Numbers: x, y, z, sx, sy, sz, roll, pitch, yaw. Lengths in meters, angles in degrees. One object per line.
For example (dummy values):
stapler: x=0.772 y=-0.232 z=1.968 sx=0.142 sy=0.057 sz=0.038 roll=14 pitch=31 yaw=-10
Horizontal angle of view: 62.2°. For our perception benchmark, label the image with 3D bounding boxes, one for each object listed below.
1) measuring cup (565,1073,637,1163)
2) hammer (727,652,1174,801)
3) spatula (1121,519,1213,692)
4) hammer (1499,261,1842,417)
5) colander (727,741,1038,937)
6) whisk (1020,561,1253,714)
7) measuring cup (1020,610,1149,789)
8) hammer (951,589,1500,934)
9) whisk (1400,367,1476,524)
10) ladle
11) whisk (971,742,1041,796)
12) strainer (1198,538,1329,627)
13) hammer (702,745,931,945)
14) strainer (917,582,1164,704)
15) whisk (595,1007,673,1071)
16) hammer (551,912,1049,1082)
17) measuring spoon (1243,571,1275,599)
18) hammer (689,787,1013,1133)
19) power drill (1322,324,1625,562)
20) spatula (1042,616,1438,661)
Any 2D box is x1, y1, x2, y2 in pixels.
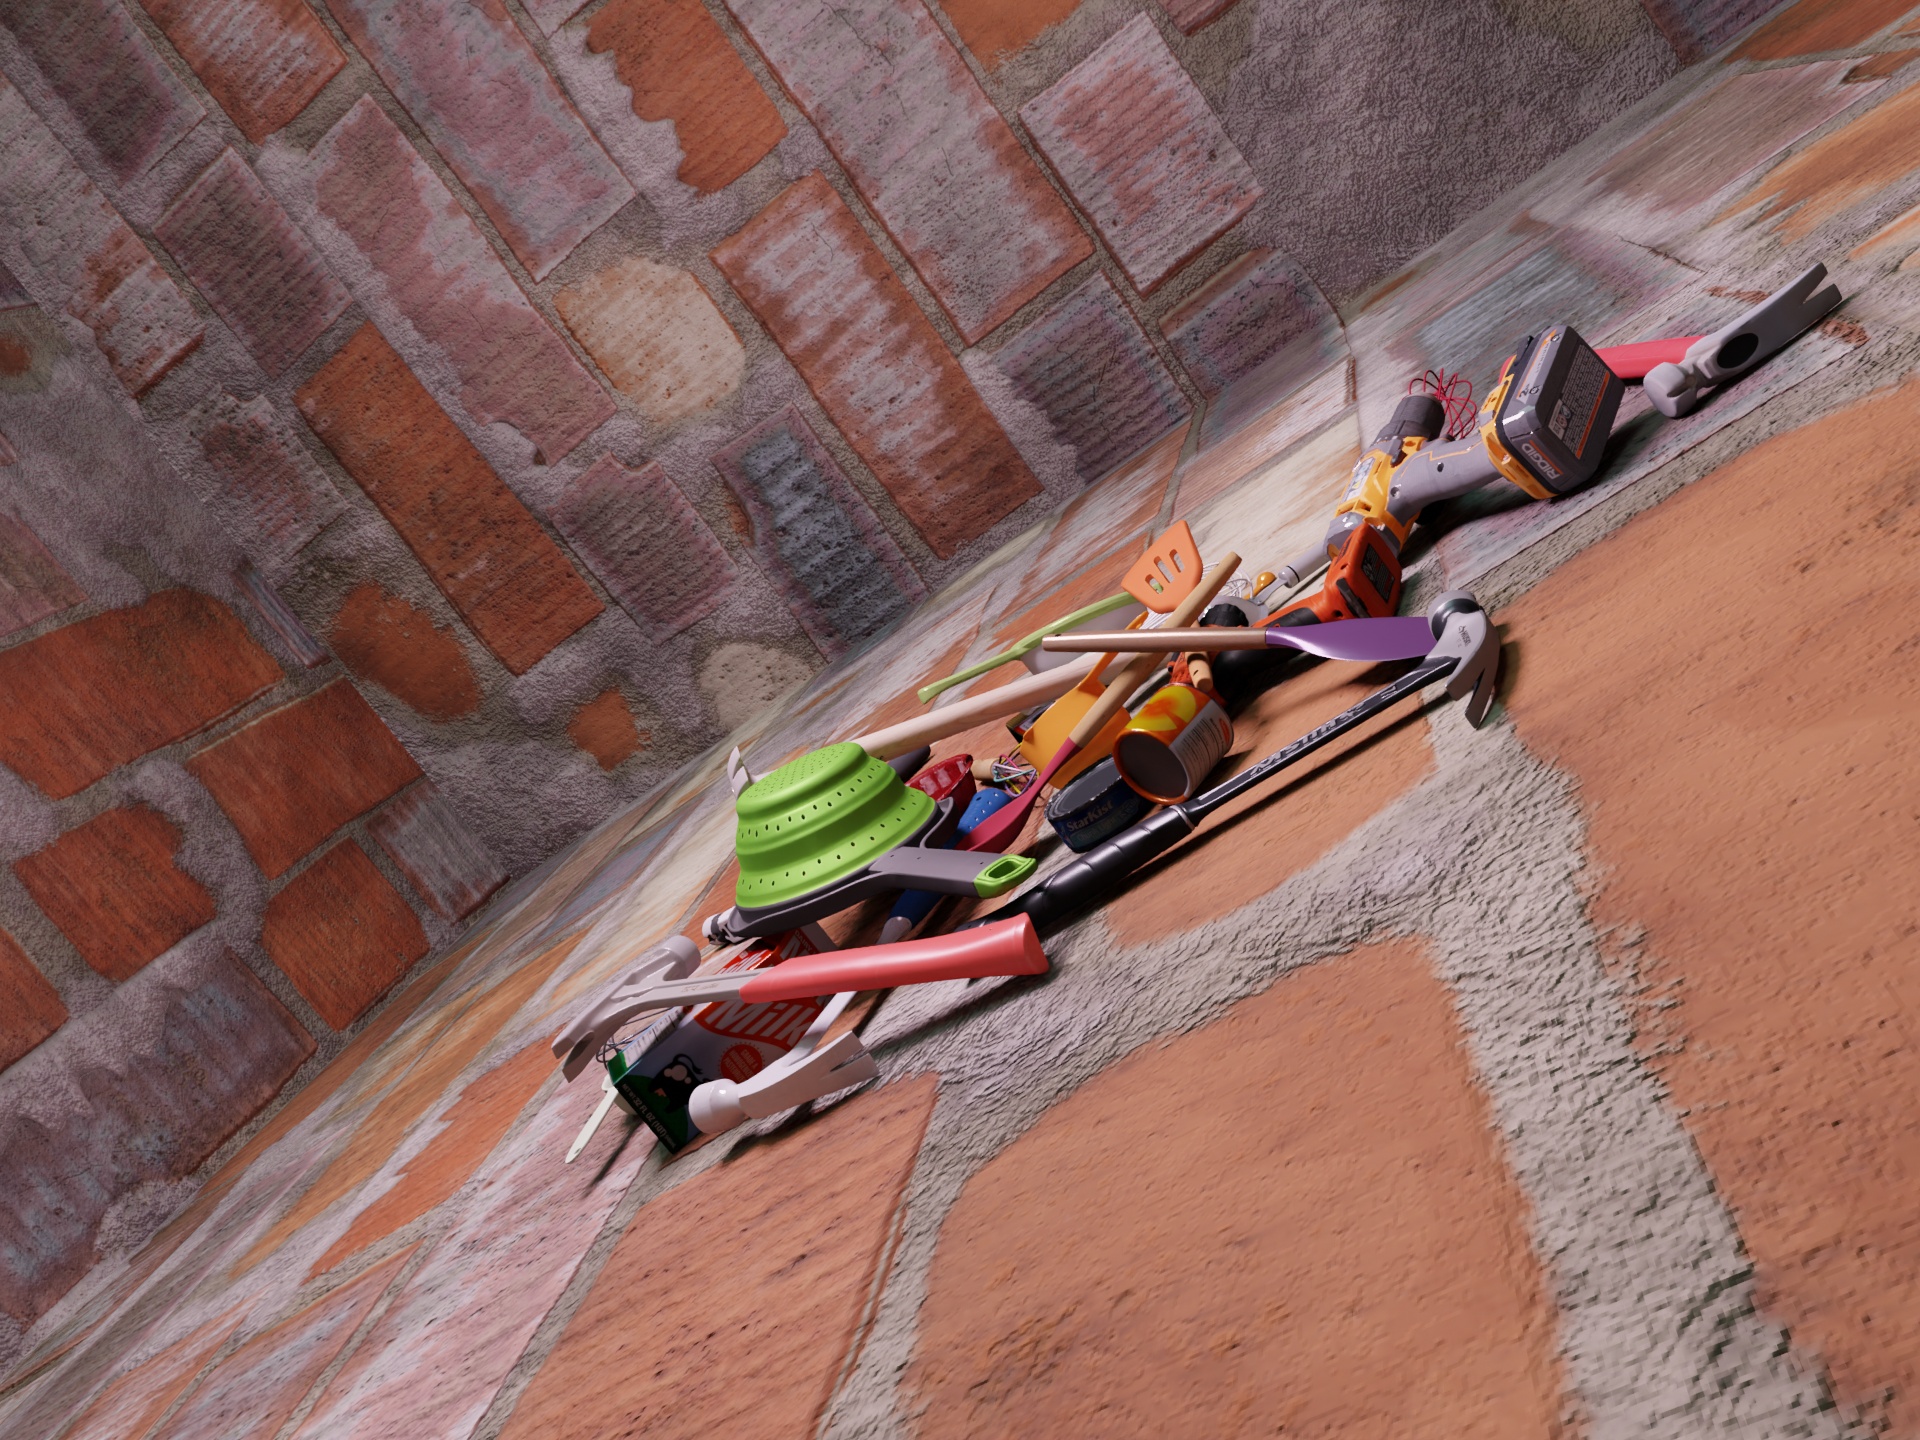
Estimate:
measuring cup: x=-0.268 y=0.312 z=1.282 sx=0.083 sy=0.038 sz=0.168 roll=-32 pitch=13 yaw=26
hammer: x=-0.002 y=-0.004 z=1.387 sx=0.410 sy=0.038 sz=0.146 roll=-20 pitch=-19 yaw=-6
spatula: x=0.172 y=-0.085 z=1.256 sx=0.081 sy=0.041 sz=0.323 roll=-46 pitch=11 yaw=17
hammer: x=0.543 y=-0.299 z=1.290 sx=0.143 sy=0.038 sz=0.386 roll=-35 pitch=10 yaw=4
colander: x=-0.070 y=0.077 z=1.182 sx=0.204 sy=0.094 sz=0.397 roll=-31 pitch=13 yaw=-27
whisk: x=0.158 y=-0.070 z=1.468 sx=0.246 sy=0.059 sz=0.057 roll=-30 pitch=-8 yaw=13
measuring cup: x=0.115 y=-0.011 z=1.247 sx=0.095 sy=0.052 sz=0.173 roll=-22 pitch=-25 yaw=-46
hammer: x=0.156 y=0.056 z=1.003 sx=0.409 sy=0.036 sz=0.149 roll=-34 pitch=11 yaw=20
whisk: x=0.421 y=-0.245 z=1.420 sx=0.073 sy=0.073 sz=0.296 roll=-31 pitch=18 yaw=33
ladle: x=0.103 y=-0.004 z=1.197 sx=0.315 sy=0.031 sz=0.069 roll=-50 pitch=6 yaw=12
whisk: x=0.039 y=0.048 z=1.435 sx=0.051 sy=0.047 sz=0.245 roll=-32 pitch=4 yaw=-10
strainer: x=0.279 y=-0.123 z=1.393 sx=0.258 sy=0.050 sz=0.087 roll=-35 pitch=25 yaw=-9
hammer: x=-0.135 y=0.120 z=1.721 sx=0.146 sy=0.035 sz=0.335 roll=-27 pitch=14 yaw=49
strainer: x=0.083 y=-0.049 z=1.529 sx=0.256 sy=0.069 sz=0.151 roll=-24 pitch=-4 yaw=-20
whisk: x=-0.215 y=0.234 z=1.317 sx=0.055 sy=0.055 sz=0.239 roll=-31 pitch=-7 yaw=33
hammer: x=-0.106 y=0.176 z=1.066 sx=0.359 sy=0.036 sz=0.149 roll=-12 pitch=18 yaw=31
measuring spoon: x=0.249 y=-0.104 z=1.482 sx=0.117 sy=0.011 sz=0.021 roll=-39 pitch=10 yaw=-14
hammer: x=-0.047 y=0.160 z=1.196 sx=0.144 sy=0.035 sz=0.405 roll=-23 pitch=14 yaw=34
power drill: x=0.394 y=-0.219 z=1.233 sx=0.226 sy=0.084 sz=0.185 roll=-26 pitch=28 yaw=55
spatula: x=0.192 y=-0.056 z=1.116 sx=0.316 sy=0.018 sz=0.060 roll=1 pitch=33 yaw=36
